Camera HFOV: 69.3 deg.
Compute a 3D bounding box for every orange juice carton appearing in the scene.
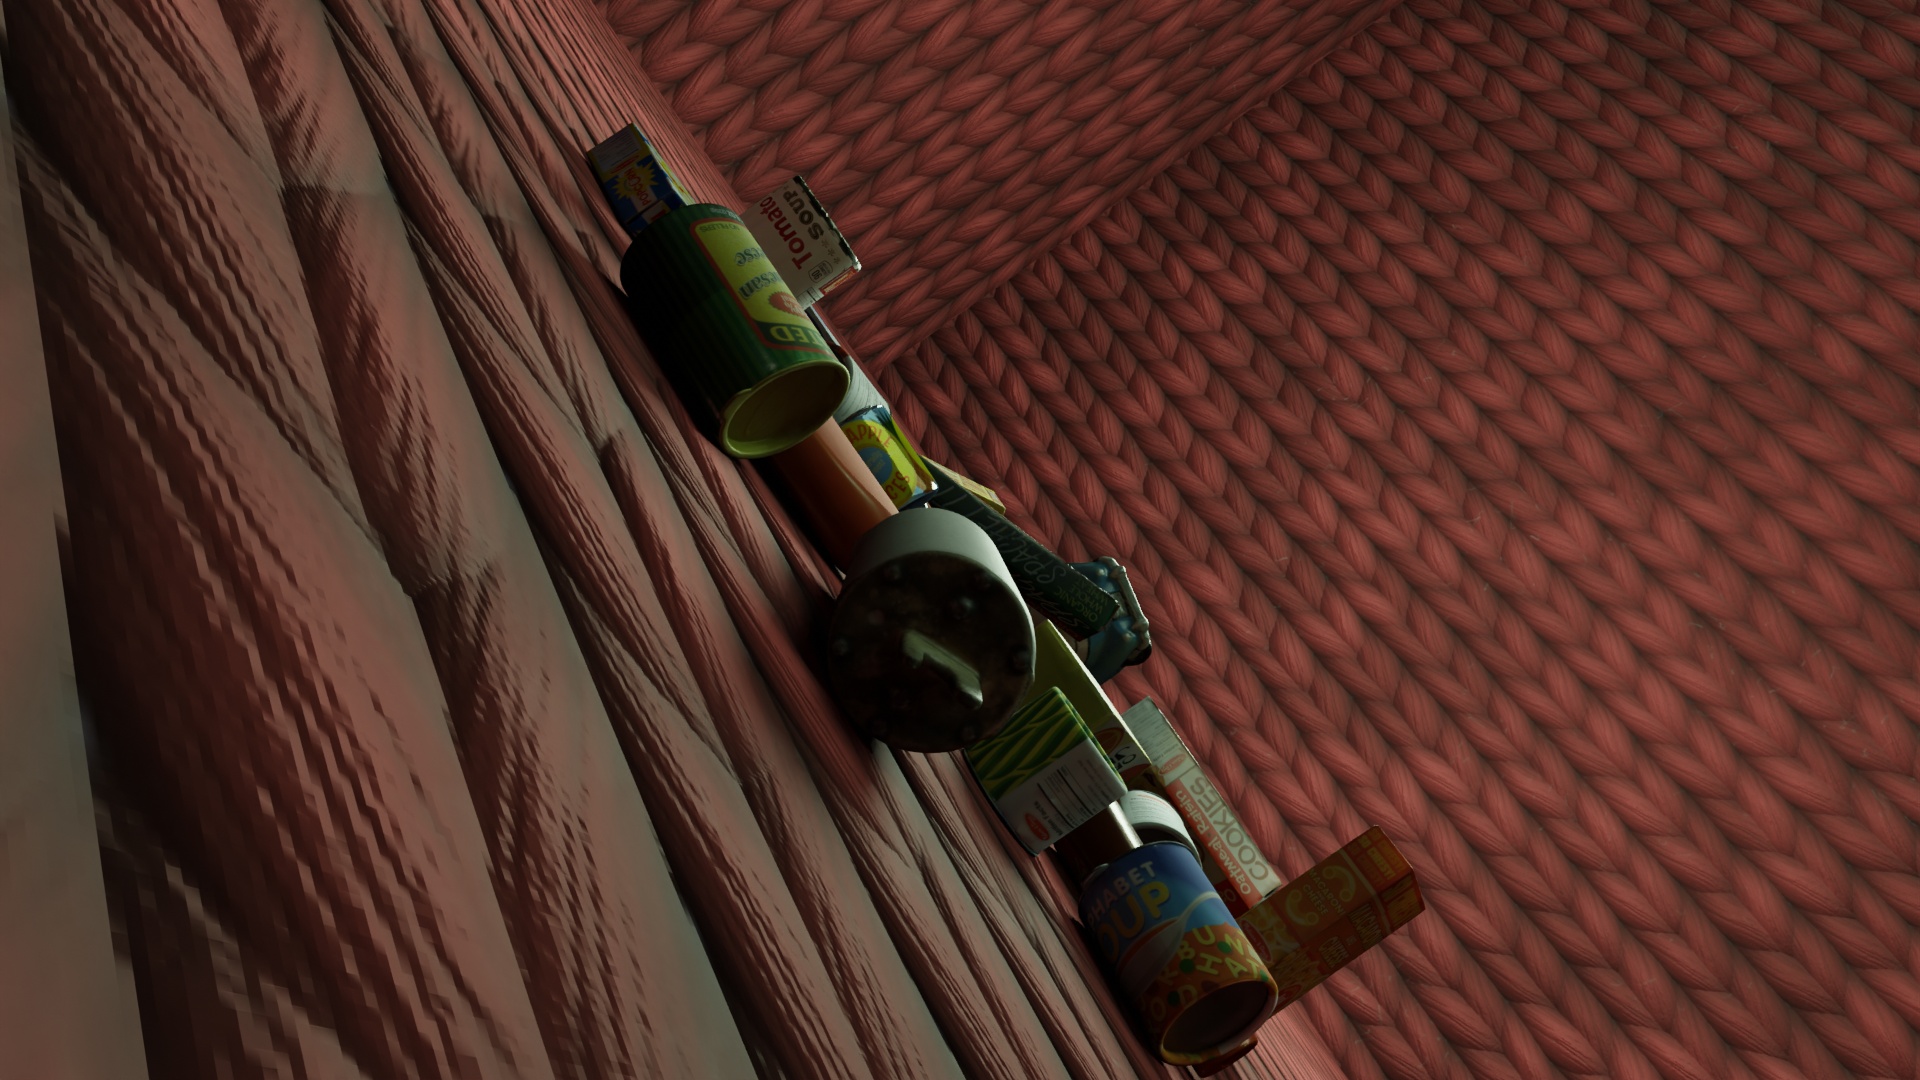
[{"bbox_3d":[0.065,0.123,0.880,0.072,0.073,0.192,56,2,25],"label":"orange juice carton"}]

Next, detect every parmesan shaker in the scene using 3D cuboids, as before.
[{"bbox_3d":[-0.107,-0.098,0.639,0.103,0.071,0.071,56,2,20],"label":"parmesan shaker"}]

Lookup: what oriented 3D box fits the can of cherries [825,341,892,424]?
[{"bbox_3d":[-0.086,-0.081,0.857,0.072,0.071,0.058,56,3,36],"label":"can of cherries"}]

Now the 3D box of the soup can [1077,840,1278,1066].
[{"bbox_3d":[0.102,0.198,0.671,0.071,0.071,0.084,53,3,-43],"label":"soup can"}]

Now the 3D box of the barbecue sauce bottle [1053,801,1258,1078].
[{"bbox_3d":[0.104,0.213,0.751,0.149,0.044,0.064,57,-9,30],"label":"barbecue sauce bottle"}]

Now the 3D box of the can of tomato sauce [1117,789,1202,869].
[{"bbox_3d":[0.112,0.199,0.867,0.071,0.071,0.083,55,3,-1],"label":"can of tomato sauce"}]

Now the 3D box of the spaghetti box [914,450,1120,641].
[{"bbox_3d":[0.004,-0.013,1.000,0.250,0.029,0.050,37,-19,-2],"label":"spaghetti box"}]

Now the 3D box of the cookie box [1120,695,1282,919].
[{"bbox_3d":[0.153,0.216,1.059,0.167,0.040,0.122,55,-31,12],"label":"cookie box"}]

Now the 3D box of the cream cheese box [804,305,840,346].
[{"bbox_3d":[-0.139,-0.172,1.163,0.103,0.053,0.024,54,4,-15],"label":"cream cheese box"}]

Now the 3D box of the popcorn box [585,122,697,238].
[{"bbox_3d":[-0.177,-0.193,0.886,0.085,0.038,0.126,57,3,37],"label":"popcorn box"}]

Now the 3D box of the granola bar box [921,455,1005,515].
[{"bbox_3d":[-0.027,-0.047,1.231,0.124,0.039,0.166,26,5,-5],"label":"granola bar box"}]

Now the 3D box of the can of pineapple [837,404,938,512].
[{"bbox_3d":[-0.054,-0.034,0.774,0.058,0.071,0.071,55,2,4],"label":"can of pineapple"}]

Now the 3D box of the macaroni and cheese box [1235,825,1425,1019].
[{"bbox_3d":[0.221,0.261,0.912,0.040,0.166,0.123,55,2,33],"label":"macaroni and cheese box"}]

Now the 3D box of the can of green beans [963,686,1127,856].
[{"bbox_3d":[0.044,0.117,0.709,0.071,0.058,0.071,55,2,-3],"label":"can of green beans"}]

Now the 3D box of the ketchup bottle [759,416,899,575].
[{"bbox_3d":[-0.061,-0.020,0.713,0.148,0.043,0.065,55,3,-5],"label":"ketchup bottle"}]
